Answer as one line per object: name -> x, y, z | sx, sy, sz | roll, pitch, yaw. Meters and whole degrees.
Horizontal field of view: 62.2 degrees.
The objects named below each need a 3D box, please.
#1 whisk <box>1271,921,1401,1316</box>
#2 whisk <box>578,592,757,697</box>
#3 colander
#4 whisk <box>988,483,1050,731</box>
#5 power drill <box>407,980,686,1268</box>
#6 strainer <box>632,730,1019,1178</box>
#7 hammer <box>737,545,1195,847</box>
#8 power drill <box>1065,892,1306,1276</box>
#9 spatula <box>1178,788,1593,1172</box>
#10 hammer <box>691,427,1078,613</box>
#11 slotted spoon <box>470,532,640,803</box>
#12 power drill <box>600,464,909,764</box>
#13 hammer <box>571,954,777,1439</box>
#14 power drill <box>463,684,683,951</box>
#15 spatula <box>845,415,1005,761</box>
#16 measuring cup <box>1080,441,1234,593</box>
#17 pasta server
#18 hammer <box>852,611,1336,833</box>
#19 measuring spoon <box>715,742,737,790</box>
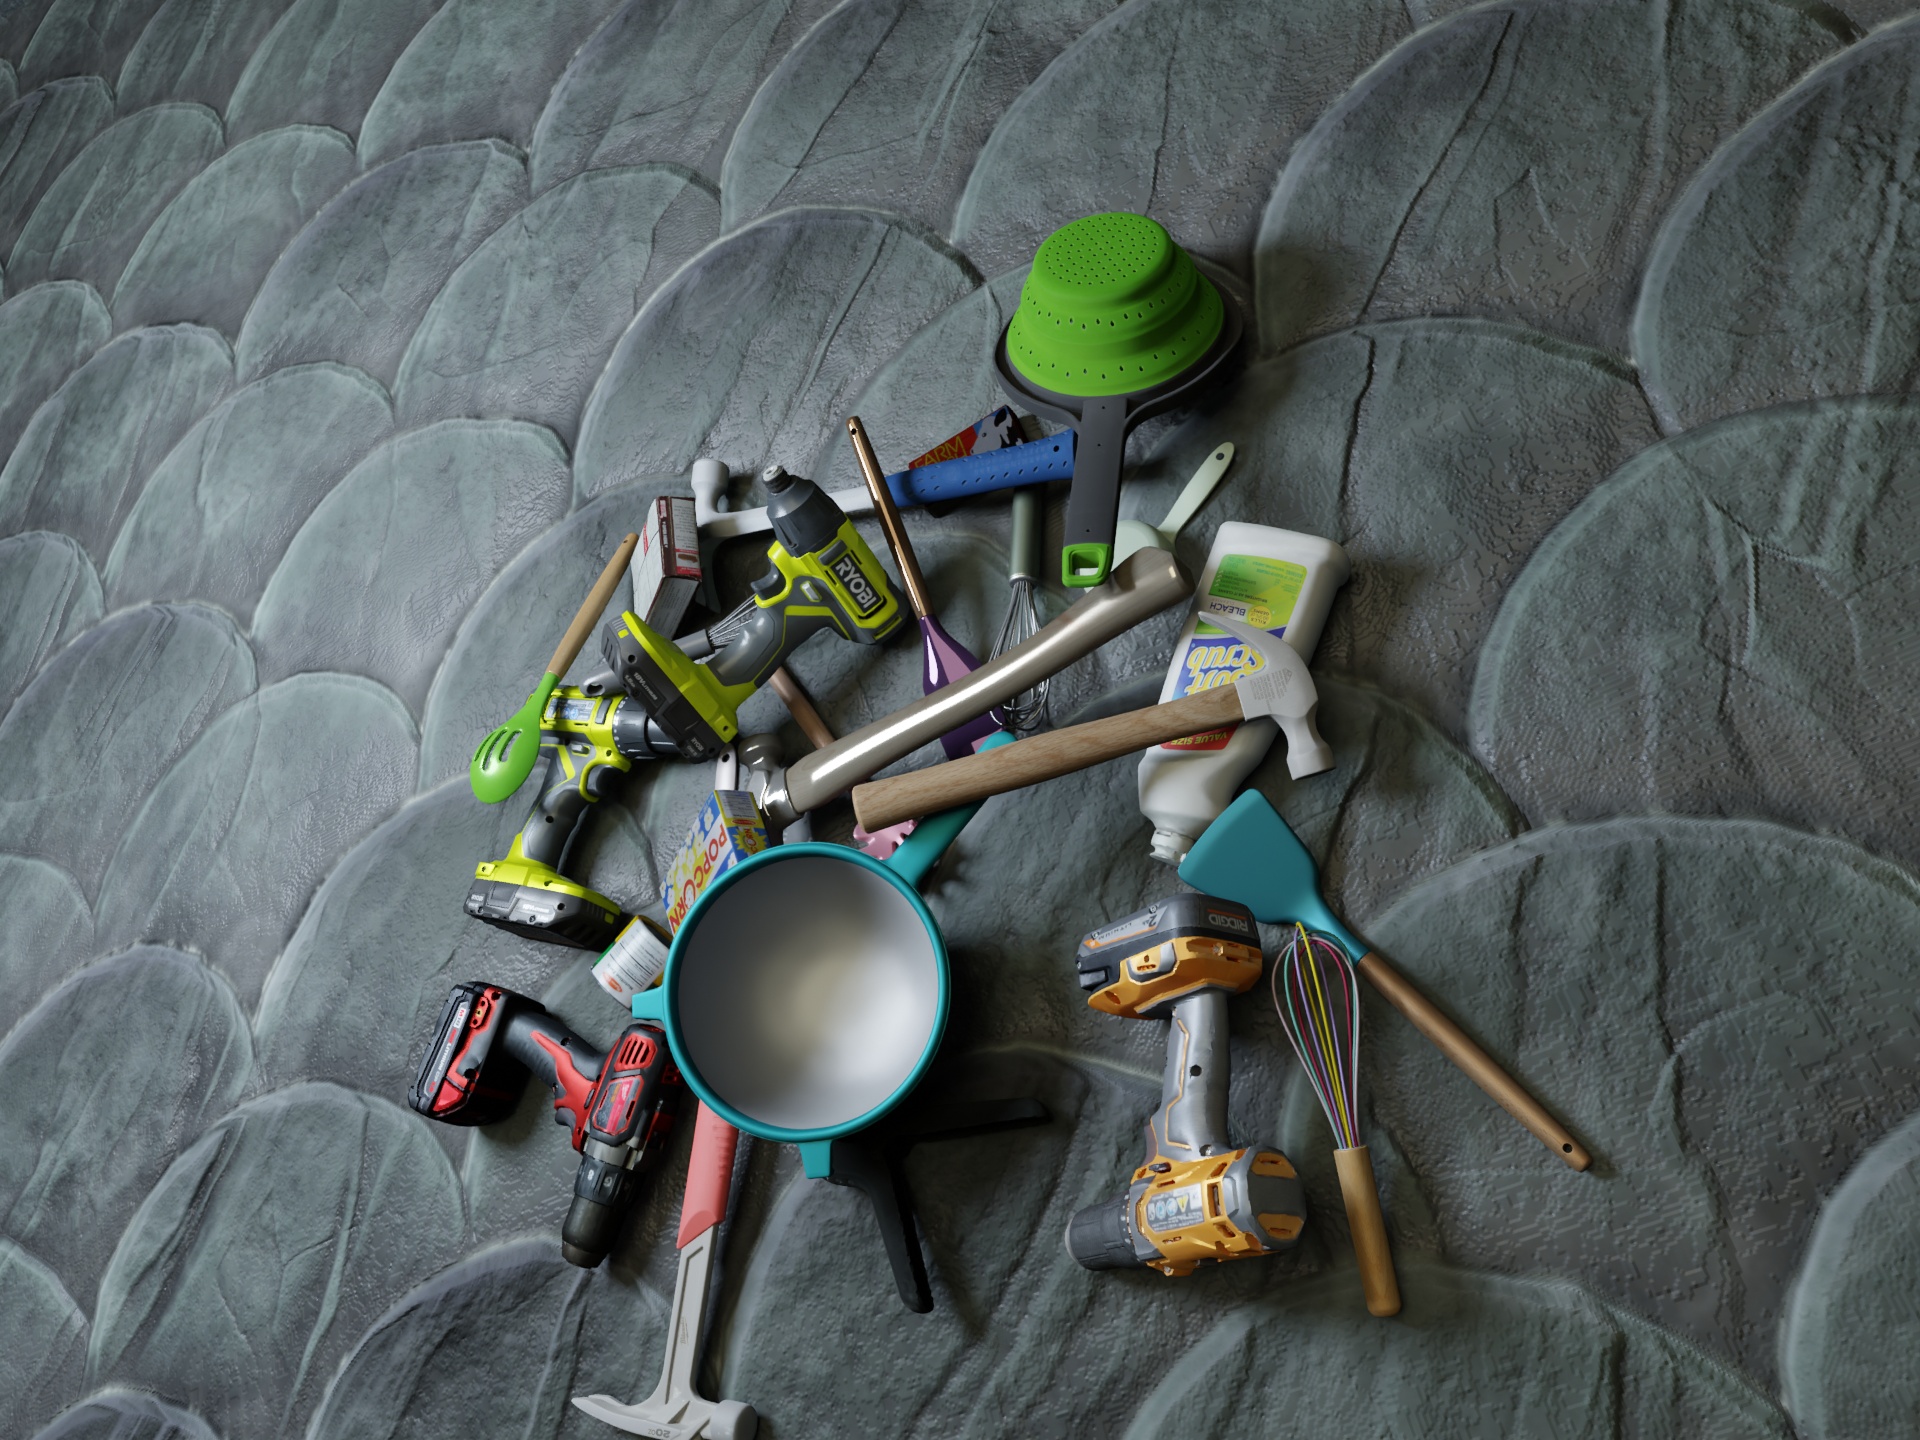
whisk -> 0.243, 0.248, 1.009 | 0.047, 0.051, 0.245 | 145, 117, -62
whisk -> -0.218, -0.070, 1.369 | 0.239, 0.055, 0.055 | -21, 60, 2
colander -> 0.107, -0.271, 1.212 | 0.204, 0.094, 0.397 | -1, 51, 14
whisk -> 0.051, -0.103, 1.275 | 0.058, 0.059, 0.247 | -20, 55, 39
power drill -> -0.334, 0.318, 1.284 | 0.227, 0.080, 0.188 | 12, 76, 28
strainer -> -0.063, 0.151, 1.171 | 0.211, 0.095, 0.340 | 38, 83, 17
hammer -> -0.002, -0.004, 1.200 | 0.410, 0.038, 0.146 | -30, 58, 25
power drill -> 0.131, 0.248, 1.048 | 0.185, 0.084, 0.226 | -33, 51, 45
spatula -> 0.279, 0.173, 1.037 | 0.082, 0.044, 0.318 | -49, 57, 5
hammer -> -0.076, -0.186, 1.357 | 0.405, 0.035, 0.144 | -7, 71, 31
slotted spoon -> -0.355, -0.058, 1.422 | 0.070, 0.031, 0.314 | -2, 48, 27
power drill -> -0.172, -0.086, 1.288 | 0.223, 0.171, 0.080 | -39, 33, -4
hammer -> -0.198, 0.349, 1.204 | 0.149, 0.036, 0.359 | 0, 74, 27
power drill -> -0.322, 0.077, 1.378 | 0.191, 0.080, 0.229 | 4, 69, 30
spatula -> -0.034, -0.108, 1.291 | 0.060, 0.018, 0.316 | -25, 77, 16
measuring cup -> 0.157, -0.156, 1.243 | 0.083, 0.038, 0.167 | 38, 92, 34
pasta server -> -0.111, 0.023, 1.311 | 0.060, 0.040, 0.317 | -47, 54, 12
hammer -> 0.084, 0.016, 1.114 | 0.331, 0.031, 0.130 | -16, 81, 6
measuring spoon -> -0.205, 0.075, 1.350 | 0.034, 0.018, 0.124 | -10, 64, 24
